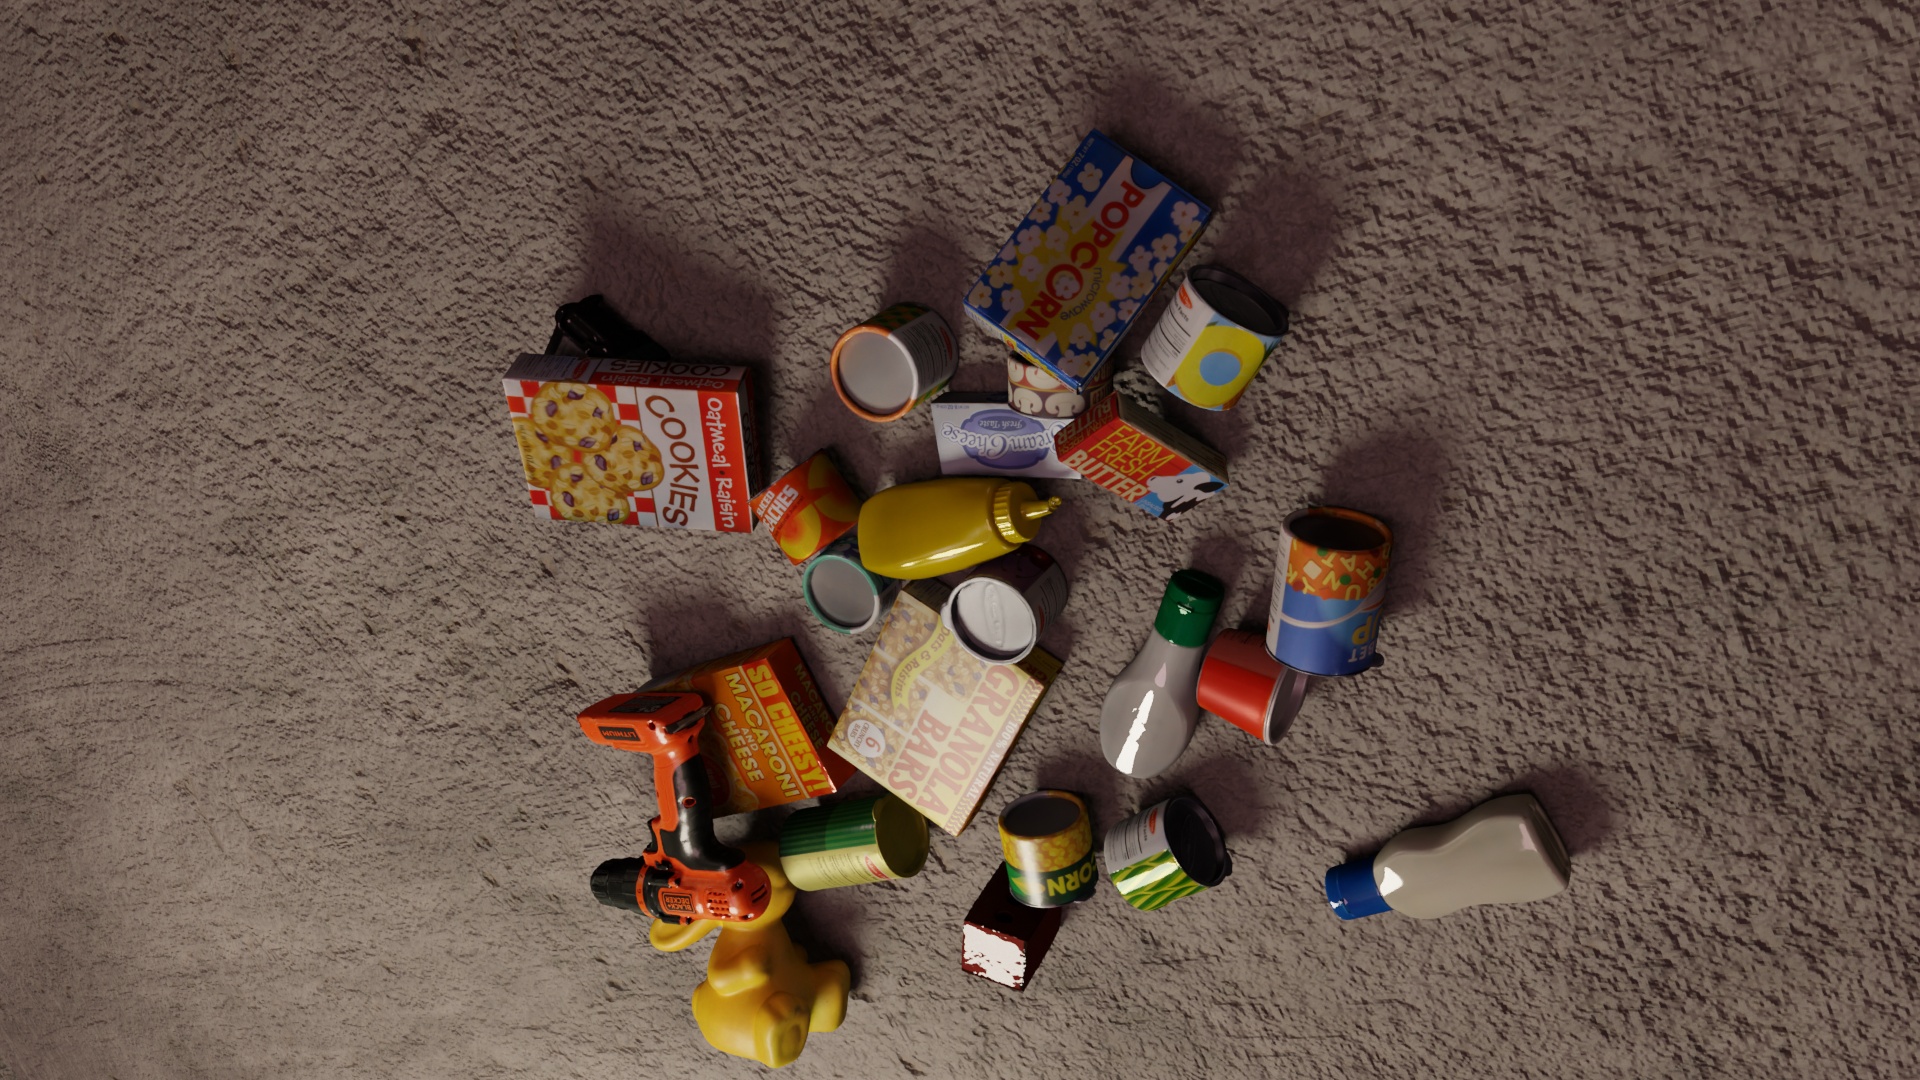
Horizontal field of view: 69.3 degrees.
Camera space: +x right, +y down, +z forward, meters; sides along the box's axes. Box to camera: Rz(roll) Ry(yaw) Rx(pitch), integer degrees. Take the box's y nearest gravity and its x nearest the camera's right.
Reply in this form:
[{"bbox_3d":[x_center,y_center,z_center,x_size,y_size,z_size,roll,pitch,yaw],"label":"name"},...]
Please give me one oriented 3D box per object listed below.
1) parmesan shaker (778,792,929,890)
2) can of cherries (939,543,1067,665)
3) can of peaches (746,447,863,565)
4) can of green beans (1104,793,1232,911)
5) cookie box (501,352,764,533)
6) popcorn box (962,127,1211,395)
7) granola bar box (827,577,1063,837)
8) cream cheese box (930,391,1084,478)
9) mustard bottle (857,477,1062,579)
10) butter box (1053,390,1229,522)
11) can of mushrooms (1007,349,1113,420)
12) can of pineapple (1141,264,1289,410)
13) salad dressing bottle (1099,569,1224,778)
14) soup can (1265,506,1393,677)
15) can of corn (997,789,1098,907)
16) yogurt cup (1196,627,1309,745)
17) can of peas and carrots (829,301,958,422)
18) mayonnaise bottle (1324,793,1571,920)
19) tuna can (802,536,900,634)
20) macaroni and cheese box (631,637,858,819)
[{"bbox_3d":[-0.086,0.235,1.093,0.103,0.072,0.071,-16,105,33],"label":"parmesan shaker"},{"bbox_3d":[0.030,0.041,0.946,0.071,0.059,0.071,12,119,22],"label":"can of cherries"},{"bbox_3d":[-0.109,-0.022,0.980,0.071,0.071,0.058,-31,97,35],"label":"can of peaches"},{"bbox_3d":[0.142,0.217,0.965,0.057,0.071,0.071,-35,94,36],"label":"can of green beans"},{"bbox_3d":[-0.230,-0.070,0.999,0.167,0.040,0.122,4,128,5],"label":"cookie box"},{"bbox_3d":[0.072,-0.159,0.803,0.085,0.038,0.126,37,91,8],"label":"popcorn box"},{"bbox_3d":[-0.014,0.121,1.018,0.124,0.039,0.164,33,124,11],"label":"granola bar box"},{"bbox_3d":[0.034,-0.069,0.911,0.104,0.024,0.053,3,116,27],"label":"cream cheese box"},{"bbox_3d":[0.003,-0.012,0.925,0.160,0.049,0.065,-9,77,37],"label":"mustard bottle"},{"bbox_3d":[0.111,-0.050,0.845,0.103,0.024,0.053,26,135,-35],"label":"butter box"},{"bbox_3d":[0.064,-0.099,0.855,0.071,0.071,0.033,9,116,24],"label":"can of mushrooms"},{"bbox_3d":[0.148,-0.116,0.804,0.071,0.071,0.057,36,125,8],"label":"can of pineapple"},{"bbox_3d":[0.136,0.089,0.923,0.064,0.044,0.146,26,121,17],"label":"salad dressing bottle"},{"bbox_3d":[0.224,0.031,0.834,0.071,0.072,0.083,13,118,22],"label":"soup can"},{"bbox_3d":[0.065,0.223,1.007,0.071,0.071,0.058,0,113,28],"label":"can of corn"},{"bbox_3d":[0.186,0.089,0.884,0.054,0.073,0.072,20,121,28],"label":"yogurt cup"},{"bbox_3d":[-0.045,-0.116,0.910,0.071,0.059,0.070,11,117,23],"label":"can of peas and carrots"},{"bbox_3d":[0.307,0.210,0.891,0.147,0.041,0.064,-27,98,35],"label":"mayonnaise bottle"},{"bbox_3d":[-0.082,0.031,1.015,0.071,0.033,0.070,11,118,22],"label":"tuna can"},{"bbox_3d":[-0.178,0.155,1.120,0.166,0.040,0.123,-18,103,34],"label":"macaroni and cheese box"}]
